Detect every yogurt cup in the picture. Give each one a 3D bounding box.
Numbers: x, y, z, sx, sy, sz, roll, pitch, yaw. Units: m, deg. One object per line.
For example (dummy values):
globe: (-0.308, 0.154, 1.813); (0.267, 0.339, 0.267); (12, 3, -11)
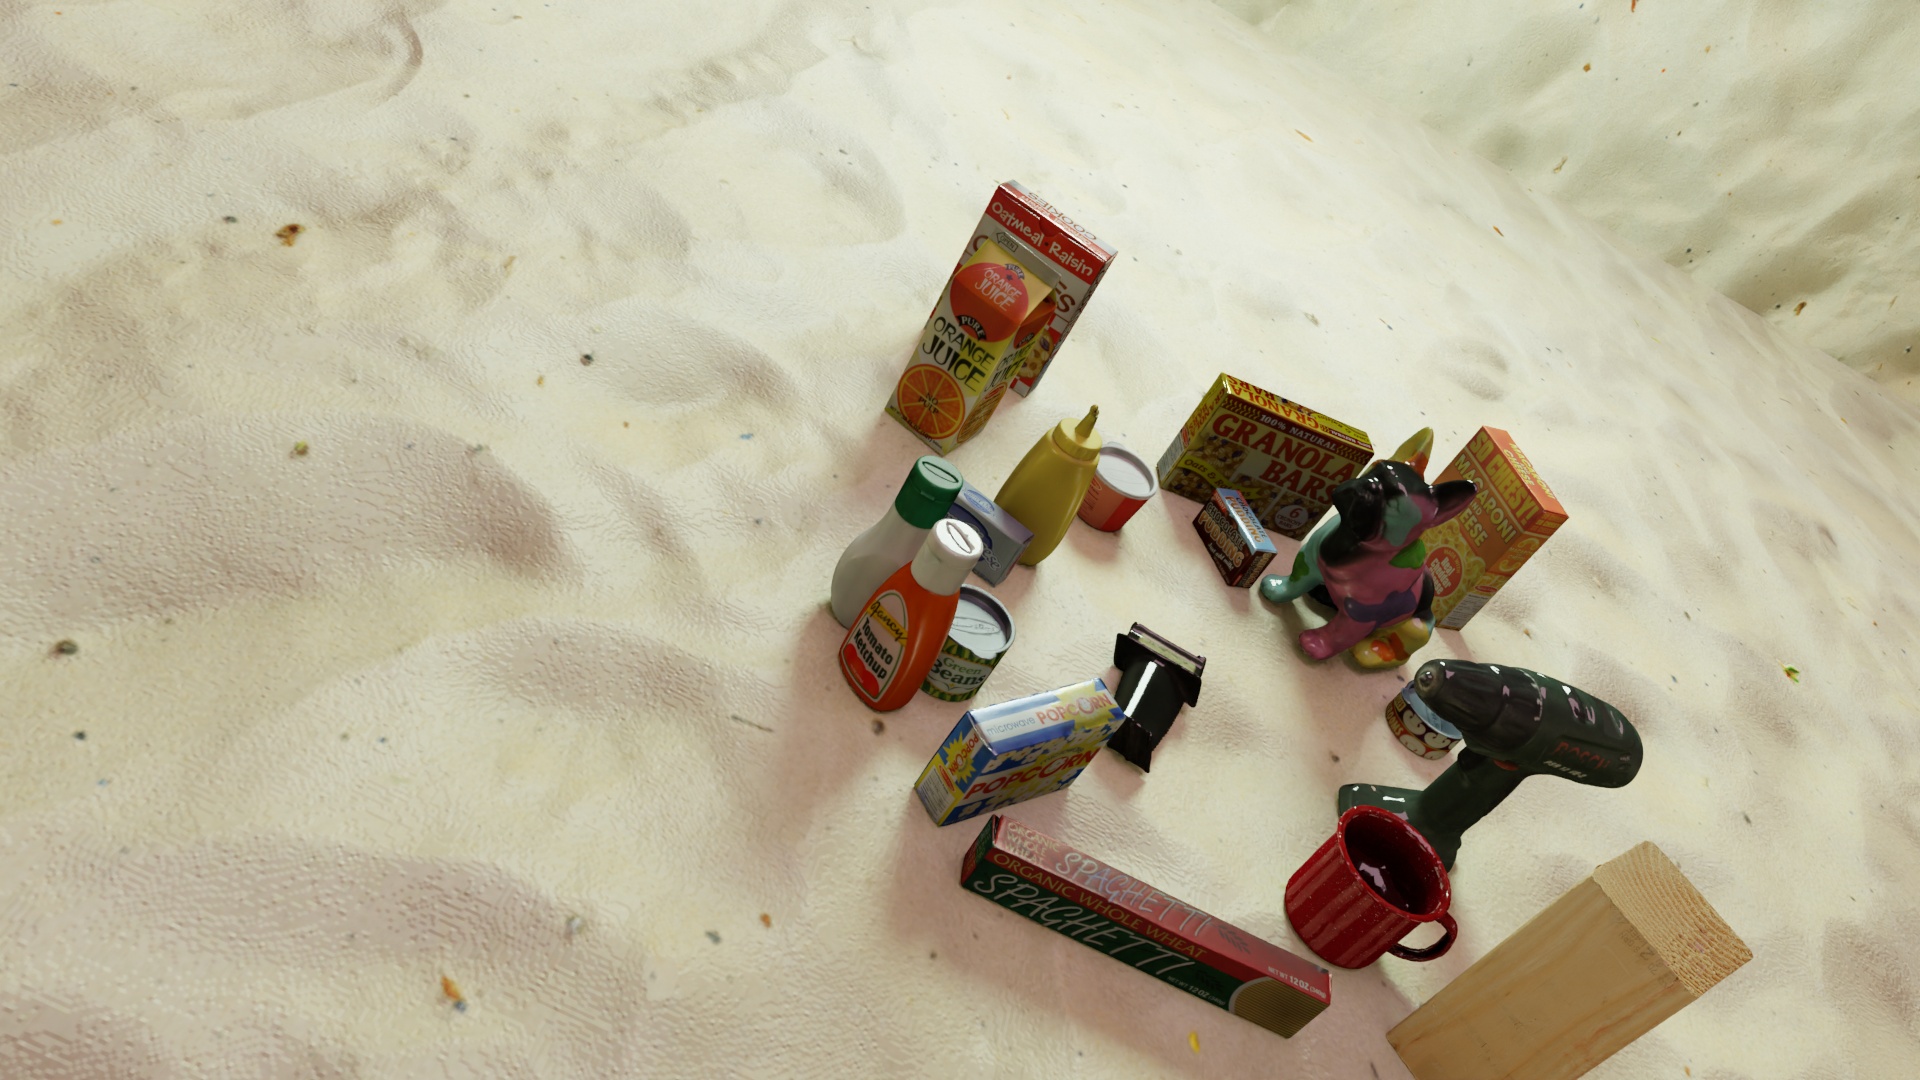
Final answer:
yogurt cup: (0.135, -0.045, 1.244); (0.072, 0.053, 0.073); (19, 38, -16)

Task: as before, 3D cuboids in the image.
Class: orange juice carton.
orange juice carton: (0.016, -0.172, 1.191); (0.072, 0.191, 0.073); (39, 37, 10)

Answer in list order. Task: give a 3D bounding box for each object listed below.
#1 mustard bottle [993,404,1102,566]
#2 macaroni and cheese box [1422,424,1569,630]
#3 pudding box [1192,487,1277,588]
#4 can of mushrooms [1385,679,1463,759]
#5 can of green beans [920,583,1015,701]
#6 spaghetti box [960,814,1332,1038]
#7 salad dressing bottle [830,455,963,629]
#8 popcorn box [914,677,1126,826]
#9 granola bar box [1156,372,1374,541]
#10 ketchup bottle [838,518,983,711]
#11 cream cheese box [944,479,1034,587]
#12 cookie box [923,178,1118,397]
mustard bottle: (0.076, -0.050, 1.121); (0.065, 0.159, 0.049); (28, 36, -5)
macaroni and cheese box: (0.506, -0.012, 1.375); (0.040, 0.165, 0.124); (10, 42, -27)
pudding box: (0.253, -0.003, 1.284); (0.030, 0.049, 0.084); (6, 44, -31)
can of mushrooms: (0.409, 0.157, 1.224); (0.071, 0.033, 0.071); (19, 38, -16)
can of green beans: (-0.002, 0.074, 1.007); (0.071, 0.057, 0.071); (19, 38, -16)
spaghetti box: (0.120, 0.251, 0.897); (0.250, 0.050, 0.029); (27, 37, -7)
salad dressing bottle: (-0.044, 0.004, 0.983); (0.064, 0.147, 0.044); (29, 36, -3)
popcorn box: (0.041, 0.142, 0.937); (0.127, 0.084, 0.038); (-8, 52, -41)
granola bar box: (0.291, -0.077, 1.334); (0.165, 0.123, 0.039); (20, 38, -16)
ketchup bottle: (-0.032, 0.048, 0.941); (0.044, 0.148, 0.065); (-10, 53, -42)
cream cheese box: (0.004, -0.014, 1.117); (0.104, 0.053, 0.024); (39, 37, 9)
cookie box: (0.055, -0.237, 1.314); (0.123, 0.166, 0.040); (36, 37, 5)
